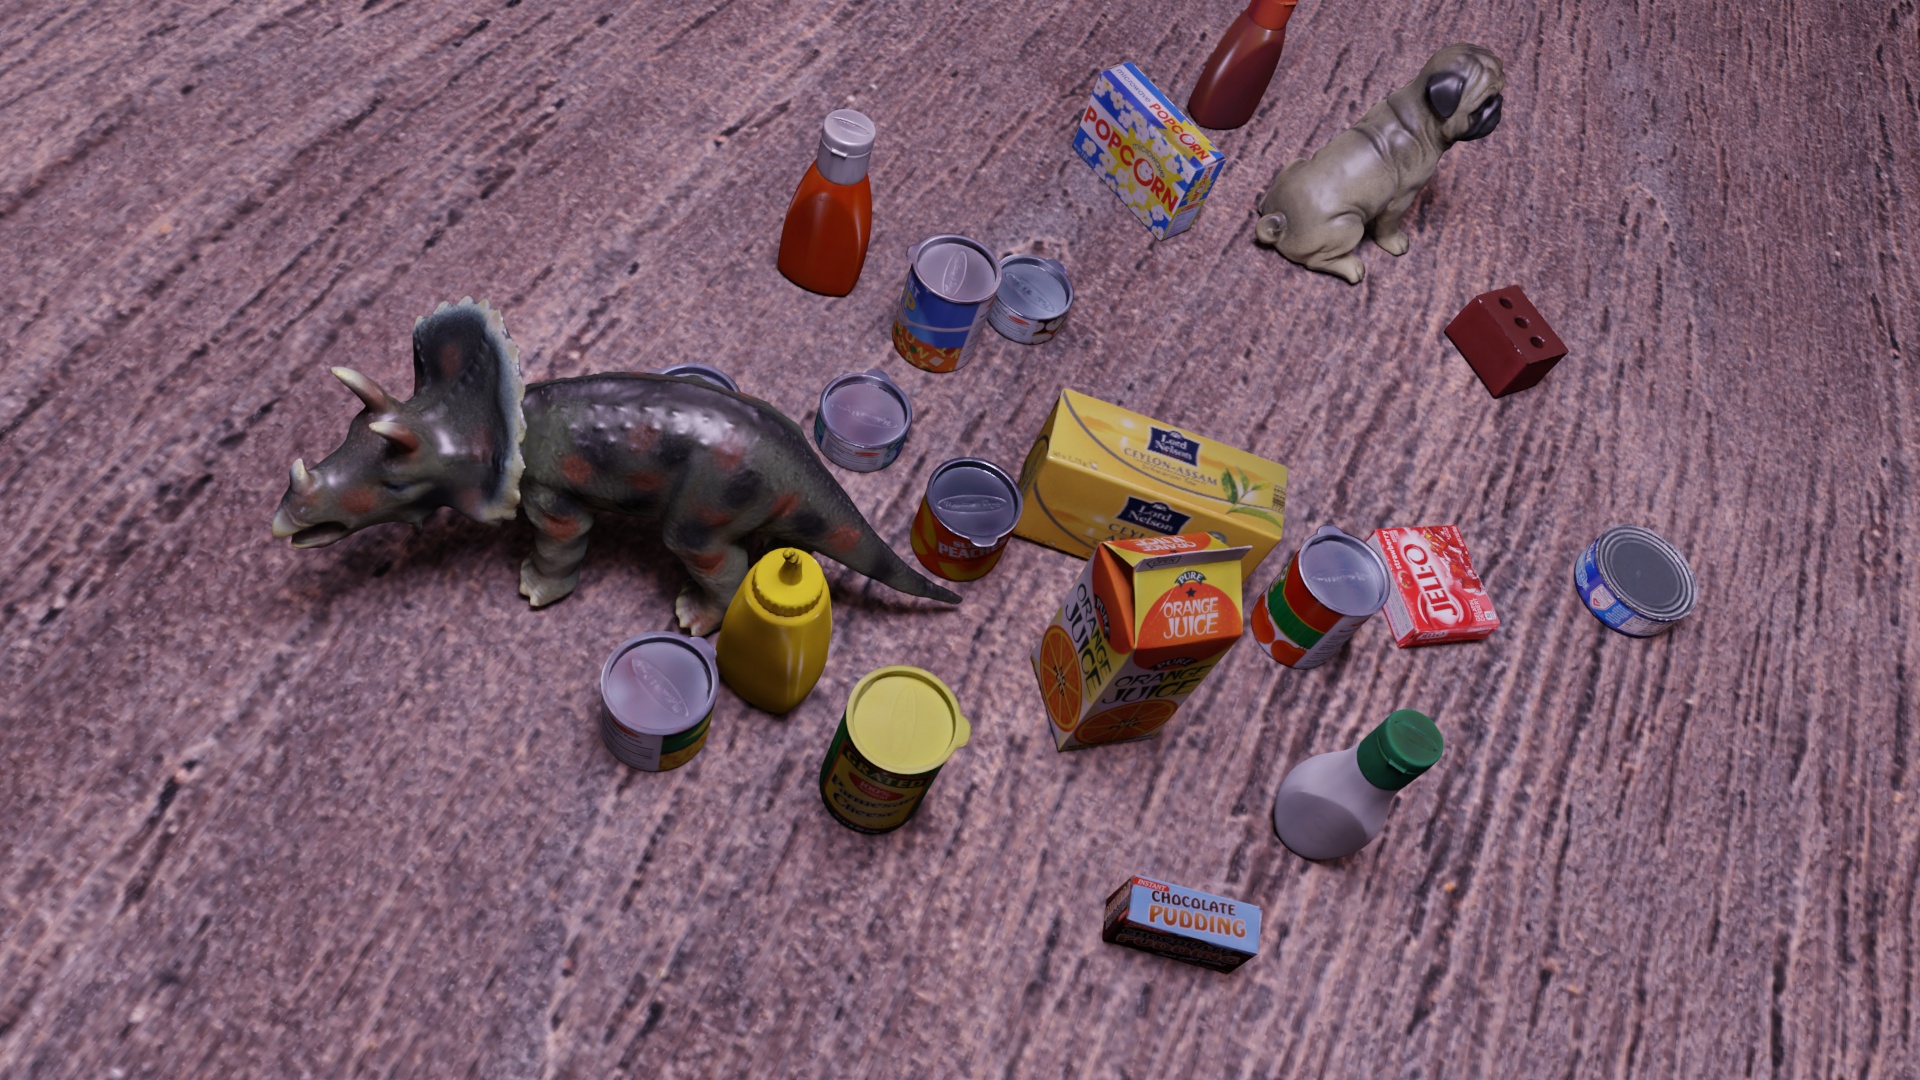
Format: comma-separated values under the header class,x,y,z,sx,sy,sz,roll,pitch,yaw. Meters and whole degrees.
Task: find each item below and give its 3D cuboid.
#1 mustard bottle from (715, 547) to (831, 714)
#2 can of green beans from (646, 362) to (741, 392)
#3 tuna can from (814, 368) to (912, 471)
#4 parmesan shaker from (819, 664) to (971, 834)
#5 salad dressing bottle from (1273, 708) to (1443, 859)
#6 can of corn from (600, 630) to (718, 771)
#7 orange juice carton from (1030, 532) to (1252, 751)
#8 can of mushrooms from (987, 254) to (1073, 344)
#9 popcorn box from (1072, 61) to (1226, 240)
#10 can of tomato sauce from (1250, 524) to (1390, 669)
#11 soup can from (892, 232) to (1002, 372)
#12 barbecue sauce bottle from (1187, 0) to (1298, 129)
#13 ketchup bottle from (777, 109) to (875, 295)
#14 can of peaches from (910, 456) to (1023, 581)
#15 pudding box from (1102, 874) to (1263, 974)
class,x,y,z,sx,sy,sz,roll,pitch,yaw
mustard bottle,-0.105,0.046,0.812,0.065,0.159,0.049,33,56,6
can of green beans,-0.181,-0.076,0.930,0.071,0.057,0.071,7,57,-11
tuna can,-0.069,-0.086,0.984,0.071,0.032,0.071,7,57,-11
parmesan shaker,-0.040,0.126,0.815,0.071,0.102,0.071,7,57,-11
salad dressing bottle,0.244,0.150,0.854,0.064,0.147,0.044,35,56,7
can of corn,-0.177,0.095,0.822,0.071,0.058,0.071,7,57,-11
orange juice carton,0.110,0.055,0.849,0.072,0.191,0.073,-5,60,-19
can of mushrooms,0.054,-0.189,1.085,0.071,0.033,0.071,7,57,-11
popcorn box,0.156,-0.328,1.171,0.038,0.084,0.127,-28,70,-29
can of tomato sauce,0.247,0.041,0.964,0.071,0.082,0.071,7,57,-11
soup can,-0.014,-0.175,1.026,0.071,0.083,0.071,7,57,-11
barbecue sauce bottle,0.256,-0.433,1.229,0.065,0.147,0.044,-13,63,-23
ketchup bottle,-0.093,-0.244,1.007,0.065,0.148,0.044,21,55,-2
can of peaches,0.003,-0.012,0.942,0.071,0.057,0.071,7,57,-11
pudding box,0.133,0.229,0.831,0.084,0.049,0.030,16,56,-5
